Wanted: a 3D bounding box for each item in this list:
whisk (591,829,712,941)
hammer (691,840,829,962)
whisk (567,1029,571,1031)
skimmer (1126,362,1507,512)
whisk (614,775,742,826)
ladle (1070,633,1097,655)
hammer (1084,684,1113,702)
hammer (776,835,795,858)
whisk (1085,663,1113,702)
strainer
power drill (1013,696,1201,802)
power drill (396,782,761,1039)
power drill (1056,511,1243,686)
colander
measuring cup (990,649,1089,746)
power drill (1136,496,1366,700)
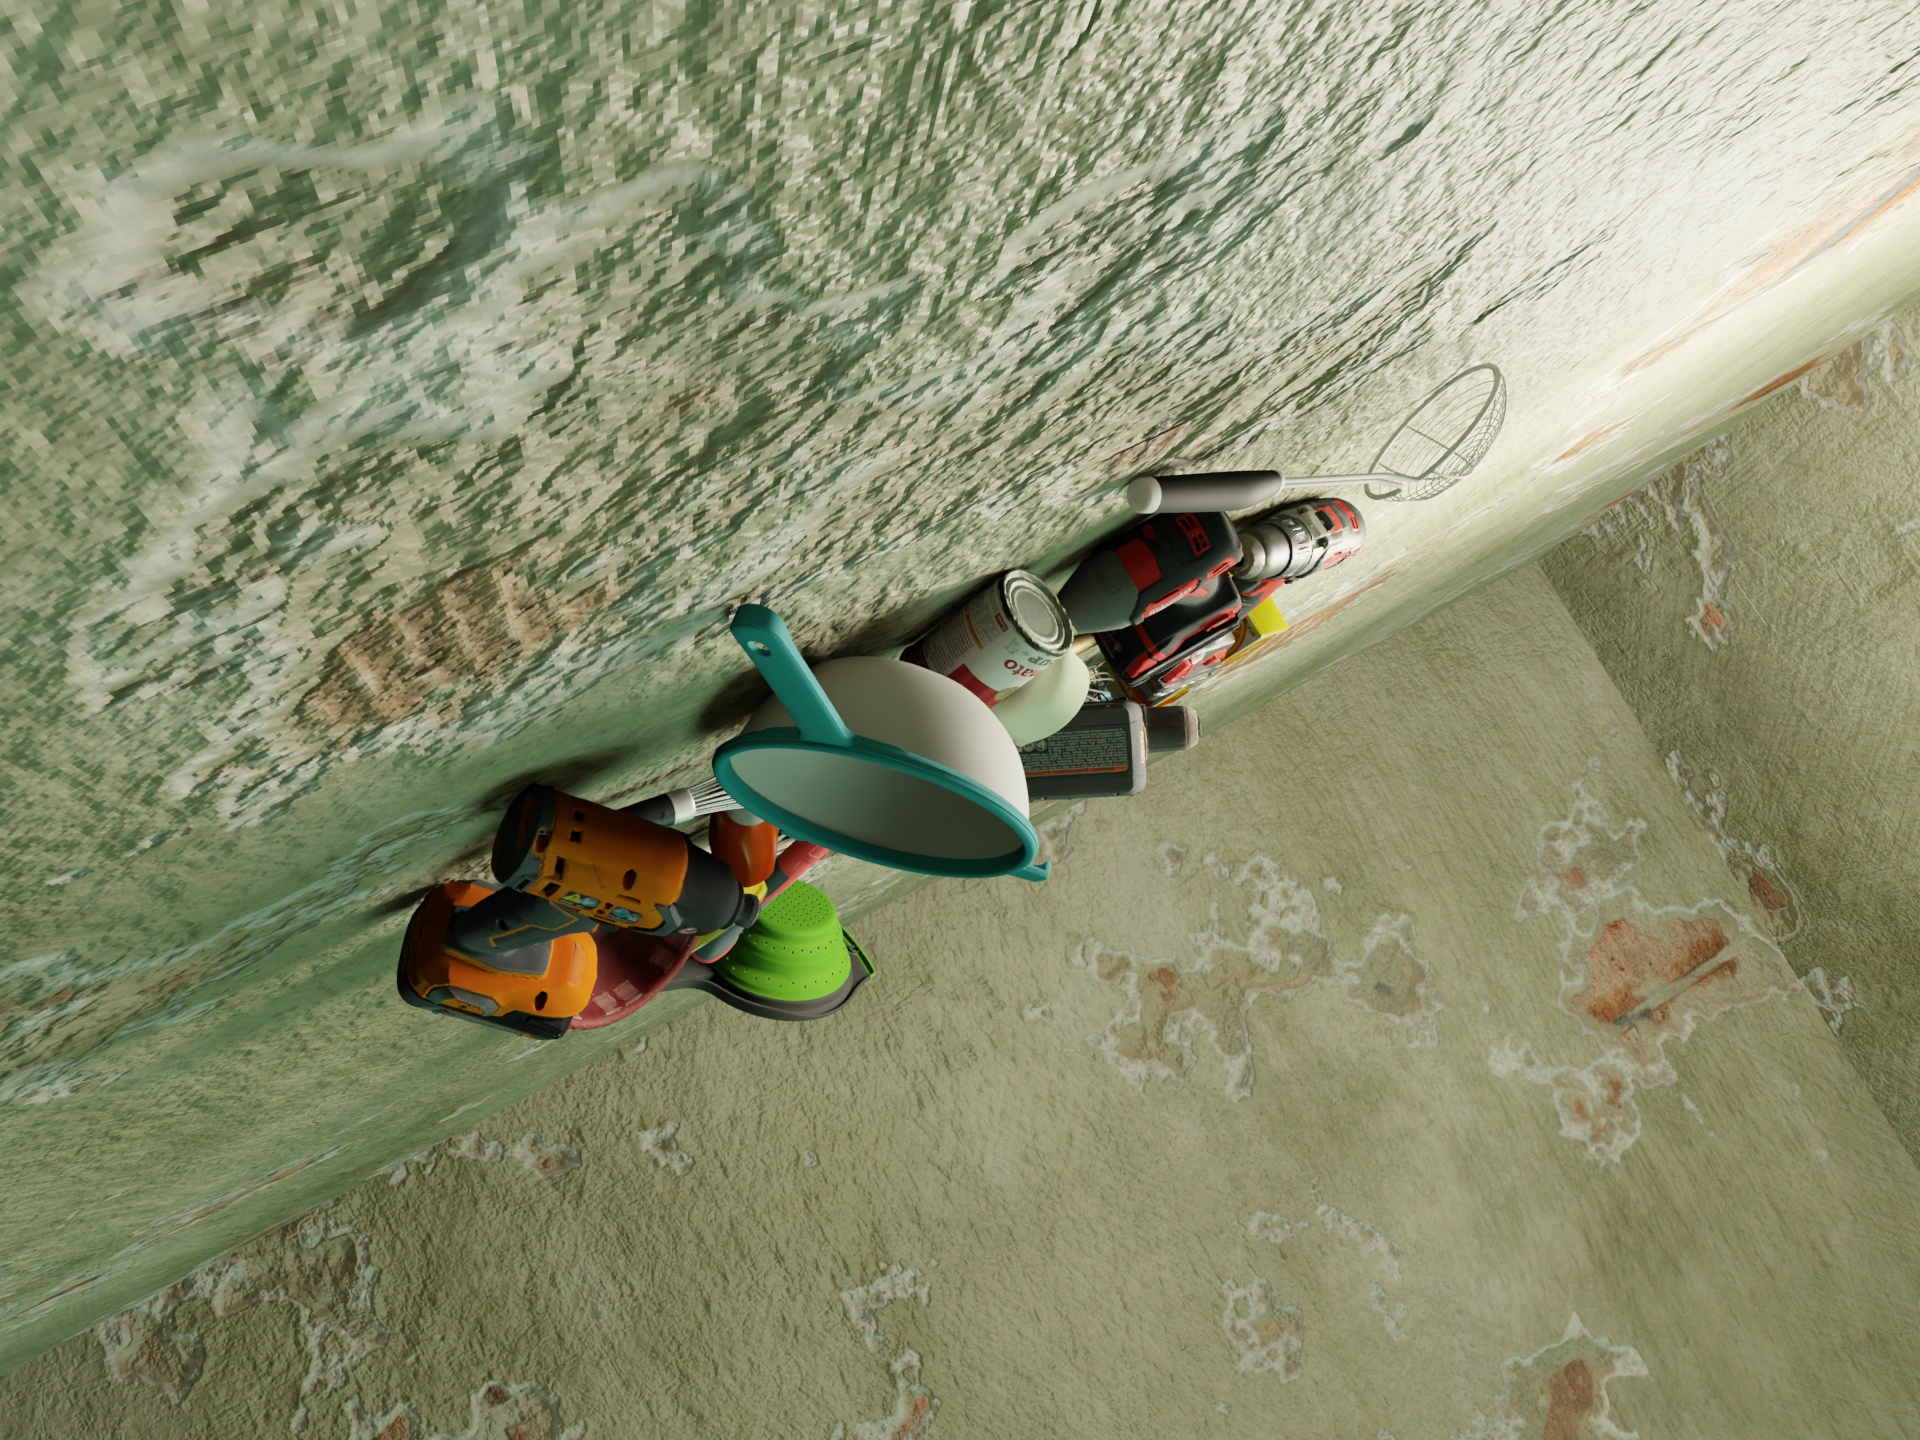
[{"bbox_3d":[-0.254,0.129,1.304,0.246,0.059,0.057,-28,145,-36],"label":"whisk"},{"bbox_3d":[-0.162,0.130,1.395,0.143,0.038,0.386,-10,158,-41],"label":"hammer"},{"bbox_3d":[-0.351,0.249,1.670,0.073,0.073,0.296,-37,175,42],"label":"whisk"},{"bbox_3d":[0.243,-0.191,1.091,0.363,0.090,0.127,-10,165,-36],"label":"skimmer"},{"bbox_3d":[-0.165,0.049,1.094,0.284,0.070,0.070,-17,166,-34],"label":"whisk"},{"bbox_3d":[0.028,-0.020,1.312,0.078,0.062,0.320,-28,177,43],"label":"ladle"},{"bbox_3d":[0.135,-0.021,1.733,0.331,0.033,0.128,-19,166,-49],"label":"hammer"},{"bbox_3d":[-0.236,0.139,1.450,0.149,0.037,0.359,-34,171,28],"label":"hammer"},{"bbox_3d":[0.096,-0.034,1.501,0.055,0.055,0.239,-31,167,16],"label":"whisk"},{"bbox_3d":[-0.058,-0.008,0.954,0.211,0.095,0.340,8,156,18],"label":"strainer"},{"bbox_3d":[0.121,0.018,1.382,0.185,0.084,0.226,-4,-177,5],"label":"power drill"},{"bbox_3d":[-0.240,0.126,0.994,0.164,0.084,0.226,23,140,-29],"label":"power drill"},{"bbox_3d":[0.139,-0.093,1.183,0.143,0.078,0.219,-30,169,6],"label":"power drill"},{"bbox_3d":[-0.273,0.253,1.799,0.397,0.205,0.094,-4,123,-35],"label":"colander"},{"bbox_3d":[0.015,-0.029,1.142,0.168,0.038,0.083,6,-120,42],"label":"measuring cup"},{"bbox_3d":[0.230,-0.109,1.385,0.188,0.080,0.226,-20,165,-49],"label":"power drill"}]
